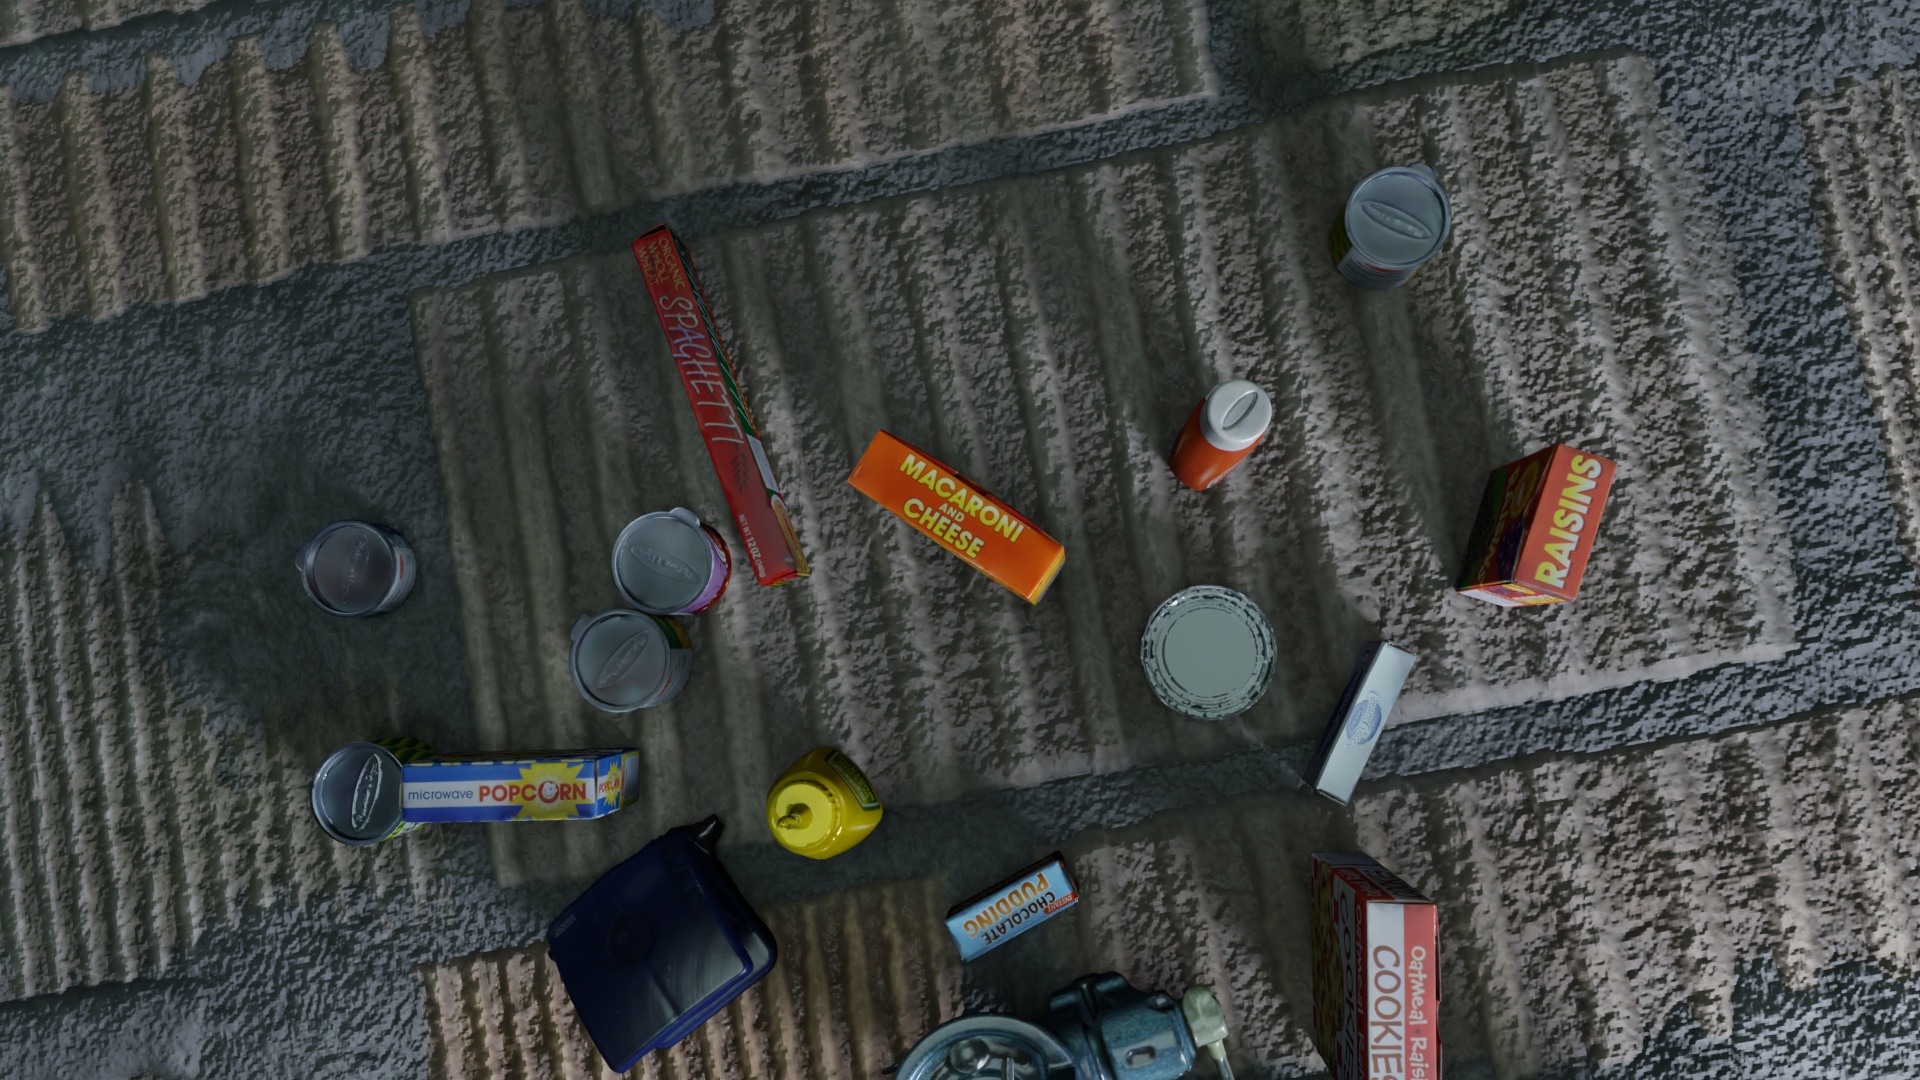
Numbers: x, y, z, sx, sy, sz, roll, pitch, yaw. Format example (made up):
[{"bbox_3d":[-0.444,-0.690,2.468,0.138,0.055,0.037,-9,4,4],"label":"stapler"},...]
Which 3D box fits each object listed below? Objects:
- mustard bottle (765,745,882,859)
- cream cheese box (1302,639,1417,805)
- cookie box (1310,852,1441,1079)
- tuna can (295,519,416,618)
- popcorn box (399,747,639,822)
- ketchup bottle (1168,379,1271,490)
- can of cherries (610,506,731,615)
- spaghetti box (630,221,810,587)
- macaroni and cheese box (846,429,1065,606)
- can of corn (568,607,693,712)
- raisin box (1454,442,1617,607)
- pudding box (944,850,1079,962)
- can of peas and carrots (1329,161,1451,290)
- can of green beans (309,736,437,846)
[{"bbox_3d":[-0.086,0.162,0.840,0.049,0.160,0.065,-40,84,1],"label":"mustard bottle"},{"bbox_3d":[0.250,0.113,0.873,0.024,0.053,0.104,26,88,6],"label":"cream cheese box"},{"bbox_3d":[0.238,0.255,0.805,0.040,0.167,0.123,0,86,4],"label":"cookie box"},{"bbox_3d":[-0.408,0.019,0.939,0.071,0.033,0.071,0,85,4],"label":"tuna can"},{"bbox_3d":[-0.280,0.156,0.892,0.127,0.085,0.038,-2,86,4],"label":"popcorn box"},{"bbox_3d":[0.160,-0.068,0.847,0.043,0.149,0.065,41,90,6],"label":"ketchup bottle"},{"bbox_3d":[-0.186,0.014,0.911,0.071,0.058,0.071,0,85,4],"label":"can of cherries"},{"bbox_3d":[-0.159,-0.088,0.922,0.029,0.050,0.250,-22,84,2],"label":"spaghetti box"},{"bbox_3d":[0.003,-0.011,0.845,0.124,0.166,0.040,33,89,6],"label":"macaroni and cheese box"},{"bbox_3d":[-0.216,0.076,0.908,0.071,0.058,0.071,0,85,4],"label":"can of corn"},{"bbox_3d":[0.345,-0.006,0.841,0.040,0.123,0.086,19,87,5],"label":"raisin box"},{"bbox_3d":[0.033,0.231,0.881,0.084,0.049,0.030,-29,84,1],"label":"pudding box"},{"bbox_3d":[0.276,-0.202,0.896,0.071,0.058,0.071,0,85,4],"label":"can of peas and carrots"},{"bbox_3d":[-0.381,0.163,0.913,0.071,0.058,0.071,0,85,4],"label":"can of green beans"}]
